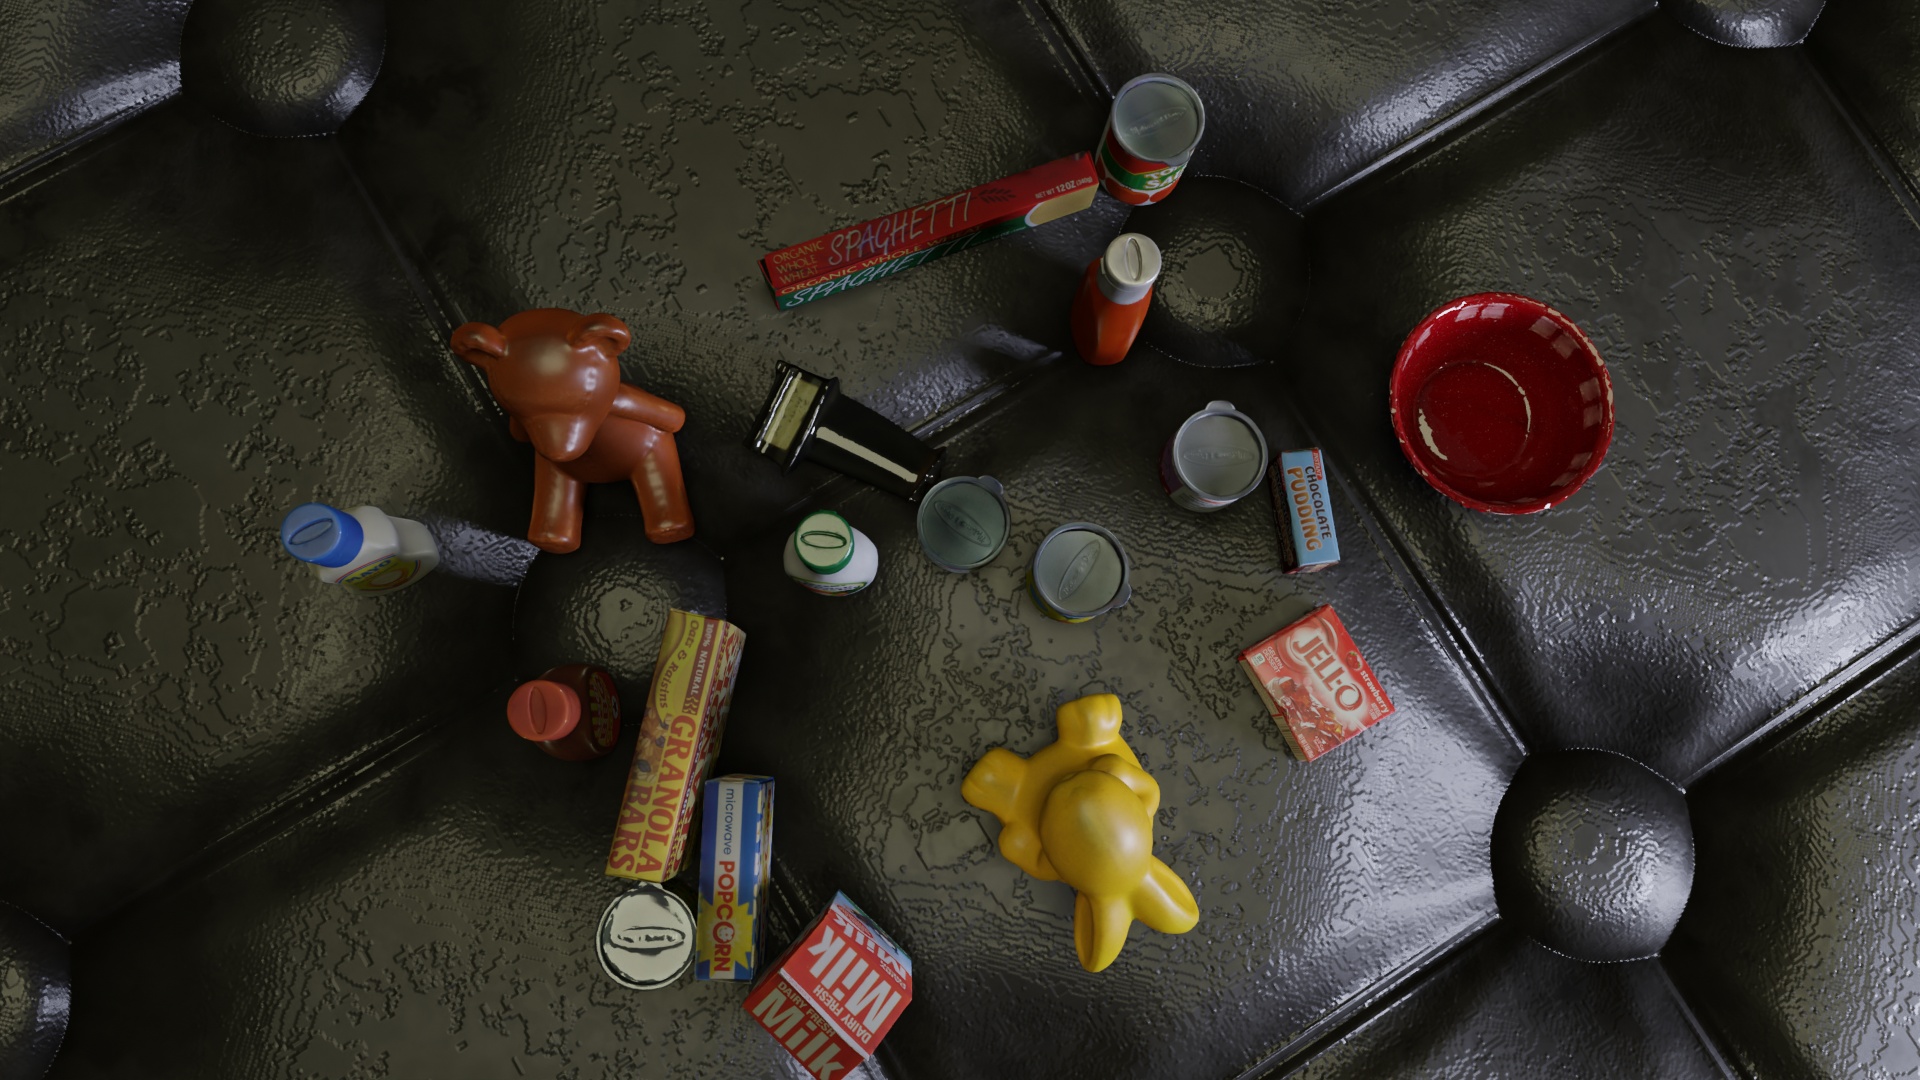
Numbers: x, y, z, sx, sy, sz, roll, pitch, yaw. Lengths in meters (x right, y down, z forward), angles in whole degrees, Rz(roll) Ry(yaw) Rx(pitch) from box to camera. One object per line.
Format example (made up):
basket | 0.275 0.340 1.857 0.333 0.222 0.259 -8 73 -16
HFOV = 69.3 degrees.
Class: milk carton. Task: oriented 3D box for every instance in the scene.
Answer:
milk carton | -0.079 0.275 0.856 0.072 0.190 0.073 43 83 3

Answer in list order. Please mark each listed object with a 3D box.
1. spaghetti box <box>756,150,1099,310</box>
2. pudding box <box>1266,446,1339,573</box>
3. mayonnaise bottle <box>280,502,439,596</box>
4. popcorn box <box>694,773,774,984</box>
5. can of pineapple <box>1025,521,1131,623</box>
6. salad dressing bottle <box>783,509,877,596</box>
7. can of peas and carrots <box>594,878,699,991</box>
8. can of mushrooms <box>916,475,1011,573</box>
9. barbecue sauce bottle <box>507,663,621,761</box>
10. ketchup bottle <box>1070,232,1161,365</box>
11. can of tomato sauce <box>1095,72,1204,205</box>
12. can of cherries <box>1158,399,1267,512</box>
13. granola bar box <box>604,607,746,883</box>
spaghetti box | -0.022 -0.223 1.003 0.250 0.050 0.029 -20 84 -5
pudding box | 0.242 -0.020 0.986 0.030 0.049 0.084 -7 82 -3
mayonnaise bottle | -0.392 0.005 0.903 0.065 0.148 0.041 -27 84 -6
popcorn box | -0.147 0.219 0.915 0.038 0.085 0.127 2 82 -2
can of pineapple | 0.081 0.025 0.968 0.071 0.058 0.071 0 82 -3
salad dressing bottle | -0.087 0.009 0.917 0.064 0.147 0.044 6 82 -2
can of peas and carrots | -0.203 0.257 0.920 0.071 0.058 0.071 0 82 -3
can of mushrooms | 0.004 -0.012 0.982 0.071 0.033 0.071 0 82 -3
barbecue sauce bottle | -0.254 0.110 0.894 0.044 0.148 0.065 -8 83 -4
ketchup bottle | 0.105 -0.168 0.951 0.043 0.148 0.065 -5 83 -3
can of tomato sauce | 0.136 -0.286 1.003 0.071 0.083 0.071 0 82 -3
can of cherries | 0.178 -0.059 0.984 0.071 0.058 0.071 0 82 -3
granola bar box | -0.181 0.133 0.906 0.039 0.124 0.165 12 82 -1
